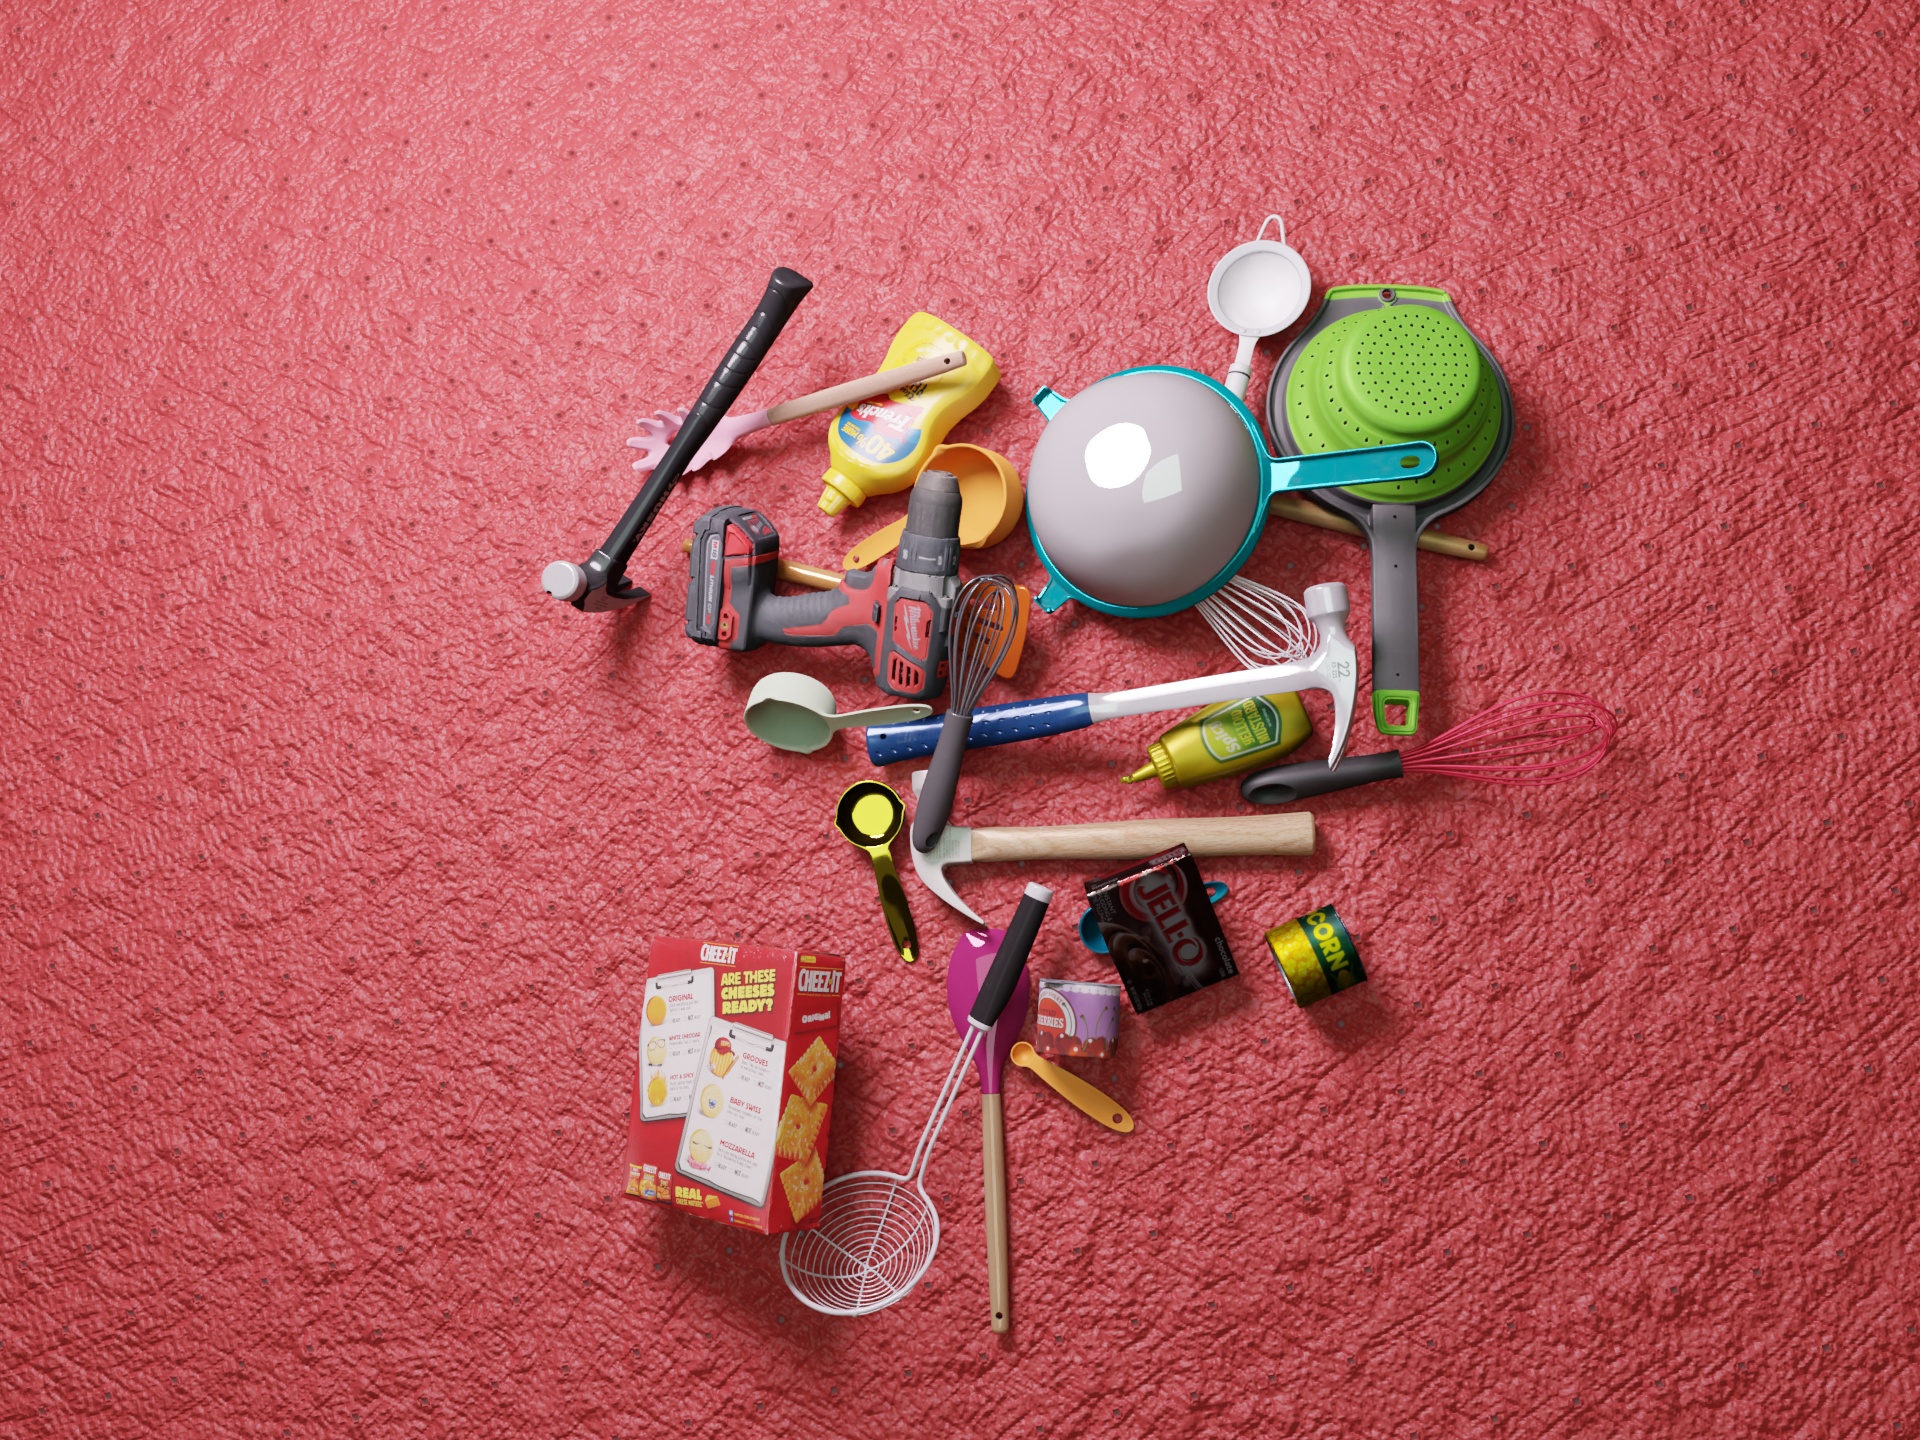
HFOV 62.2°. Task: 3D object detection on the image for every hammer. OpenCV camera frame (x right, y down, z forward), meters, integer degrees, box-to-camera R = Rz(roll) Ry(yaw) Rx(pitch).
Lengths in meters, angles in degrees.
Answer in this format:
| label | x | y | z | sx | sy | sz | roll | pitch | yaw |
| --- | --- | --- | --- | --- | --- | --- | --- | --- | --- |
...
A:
| label | x | y | z | sx | sy | sz | roll | pitch | yaw |
| --- | --- | --- | --- | --- | --- | --- | --- | --- | --- |
| hammer | 0.123 | 0.101 | 1.308 | 0.331 | 0.031 | 0.130 | -2 | 80 | 7 |
| hammer | -0.226 | -0.234 | 1.336 | 0.035 | 0.146 | 0.335 | 35 | 94 | 9 |
| hammer | 0.117 | -0.005 | 1.283 | 0.405 | 0.035 | 0.144 | -9 | 80 | 18 |

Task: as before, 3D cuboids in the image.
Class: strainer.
| label | x | y | z | sx | sy | sz | roll | pitch | yaw |
| --- | --- | --- | --- | --- | --- | --- | --- | --- | --- |
| strainer | 0.194 | -0.195 | 1.248 | 0.340 | 0.095 | 0.211 | -3 | 84 | 25 |
| strainer | 0.236 | -0.300 | 1.342 | 0.087 | 0.050 | 0.258 | 13 | 78 | 18 |

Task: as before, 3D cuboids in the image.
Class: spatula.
| label | x | y | z | sx | sy | sz | roll | pitch | yaw |
| --- | --- | --- | --- | --- | --- | --- | --- | --- | --- |
| spatula | -0.094 | -0.114 | 1.368 | 0.322 | 0.041 | 0.081 | 15 | 107 | 12 |

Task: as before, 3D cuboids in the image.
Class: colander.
| label | x | y | z | sx | sy | sz | roll | pitch | yaw |
| --- | --- | --- | --- | --- | --- | --- | --- | --- | --- |
| colander | 0.353 | -0.189 | 1.271 | 0.204 | 0.094 | 0.397 | 2 | 76 | 4 |

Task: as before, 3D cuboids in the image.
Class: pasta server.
| label | x | y | z | sx | sy | sz | roll | pitch | yaw |
| --- | --- | --- | --- | --- | --- | --- | --- | --- | --- |
| pasta server | -0.143 | -0.268 | 1.368 | 0.316 | 0.040 | 0.060 | -12 | 94 | 21 |

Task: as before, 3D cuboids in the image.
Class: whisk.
| label | x | y | z | sx | sy | sz | roll | pitch | yaw |
| --- | --- | --- | --- | --- | --- | --- | --- | --- | --- |
| whisk | 0.182 | -0.129 | 1.329 | 0.285 | 0.070 | 0.070 | 39 | 88 | 17 |
| whisk | 0.372 | 0.032 | 1.272 | 0.296 | 0.073 | 0.073 | -11 | 80 | 12 |
| whisk | -0.002 | -0.004 | 1.277 | 0.055 | 0.055 | 0.239 | 18 | 103 | 10 |

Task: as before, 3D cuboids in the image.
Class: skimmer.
| label | x | y | z | sx | sy | sz | roll | pitch | yaw |
| --- | --- | --- | --- | --- | --- | --- | --- | --- | --- |
| skimmer | -0.025 | 0.292 | 1.255 | 0.127 | 0.090 | 0.363 | 24 | 90 | 38 |

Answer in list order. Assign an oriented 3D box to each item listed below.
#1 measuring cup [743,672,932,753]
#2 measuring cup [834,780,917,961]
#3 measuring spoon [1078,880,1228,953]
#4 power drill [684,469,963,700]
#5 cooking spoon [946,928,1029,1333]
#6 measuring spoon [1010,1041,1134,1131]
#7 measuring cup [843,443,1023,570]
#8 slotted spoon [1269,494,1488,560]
| label | x | y | z | sx | sy | sz | roll | pitch | yaw |
| --- | --- | --- | --- | --- | --- | --- | --- | --- | --- |
| measuring cup | -0.099 | -0.013 | 1.326 | 0.167 | 0.083 | 0.038 | -5 | 53 | 20 |
| measuring cup | -0.061 | 0.126 | 1.339 | 0.062 | 0.029 | 0.156 | -15 | 91 | 5 |
| measuring spoon | 0.157 | 0.155 | 1.305 | 0.128 | 0.021 | 0.042 | -18 | 100 | -4 |
| power drill | -0.105 | -0.126 | 1.320 | 0.227 | 0.080 | 0.188 | 12 | 105 | 14 |
| cooking spoon | 0.026 | 0.330 | 1.292 | 0.069 | 0.017 | 0.319 | -3 | 80 | 6 |
| measuring spoon | 0.091 | 0.298 | 1.289 | 0.117 | 0.011 | 0.021 | 34 | 82 | 3 |
| measuring cup | -0.023 | -0.171 | 1.370 | 0.173 | 0.052 | 0.095 | -28 | 80 | 27 |
| slotted spoon | 0.285 | -0.178 | 1.334 | 0.314 | 0.031 | 0.070 | 15 | 81 | 9 |
